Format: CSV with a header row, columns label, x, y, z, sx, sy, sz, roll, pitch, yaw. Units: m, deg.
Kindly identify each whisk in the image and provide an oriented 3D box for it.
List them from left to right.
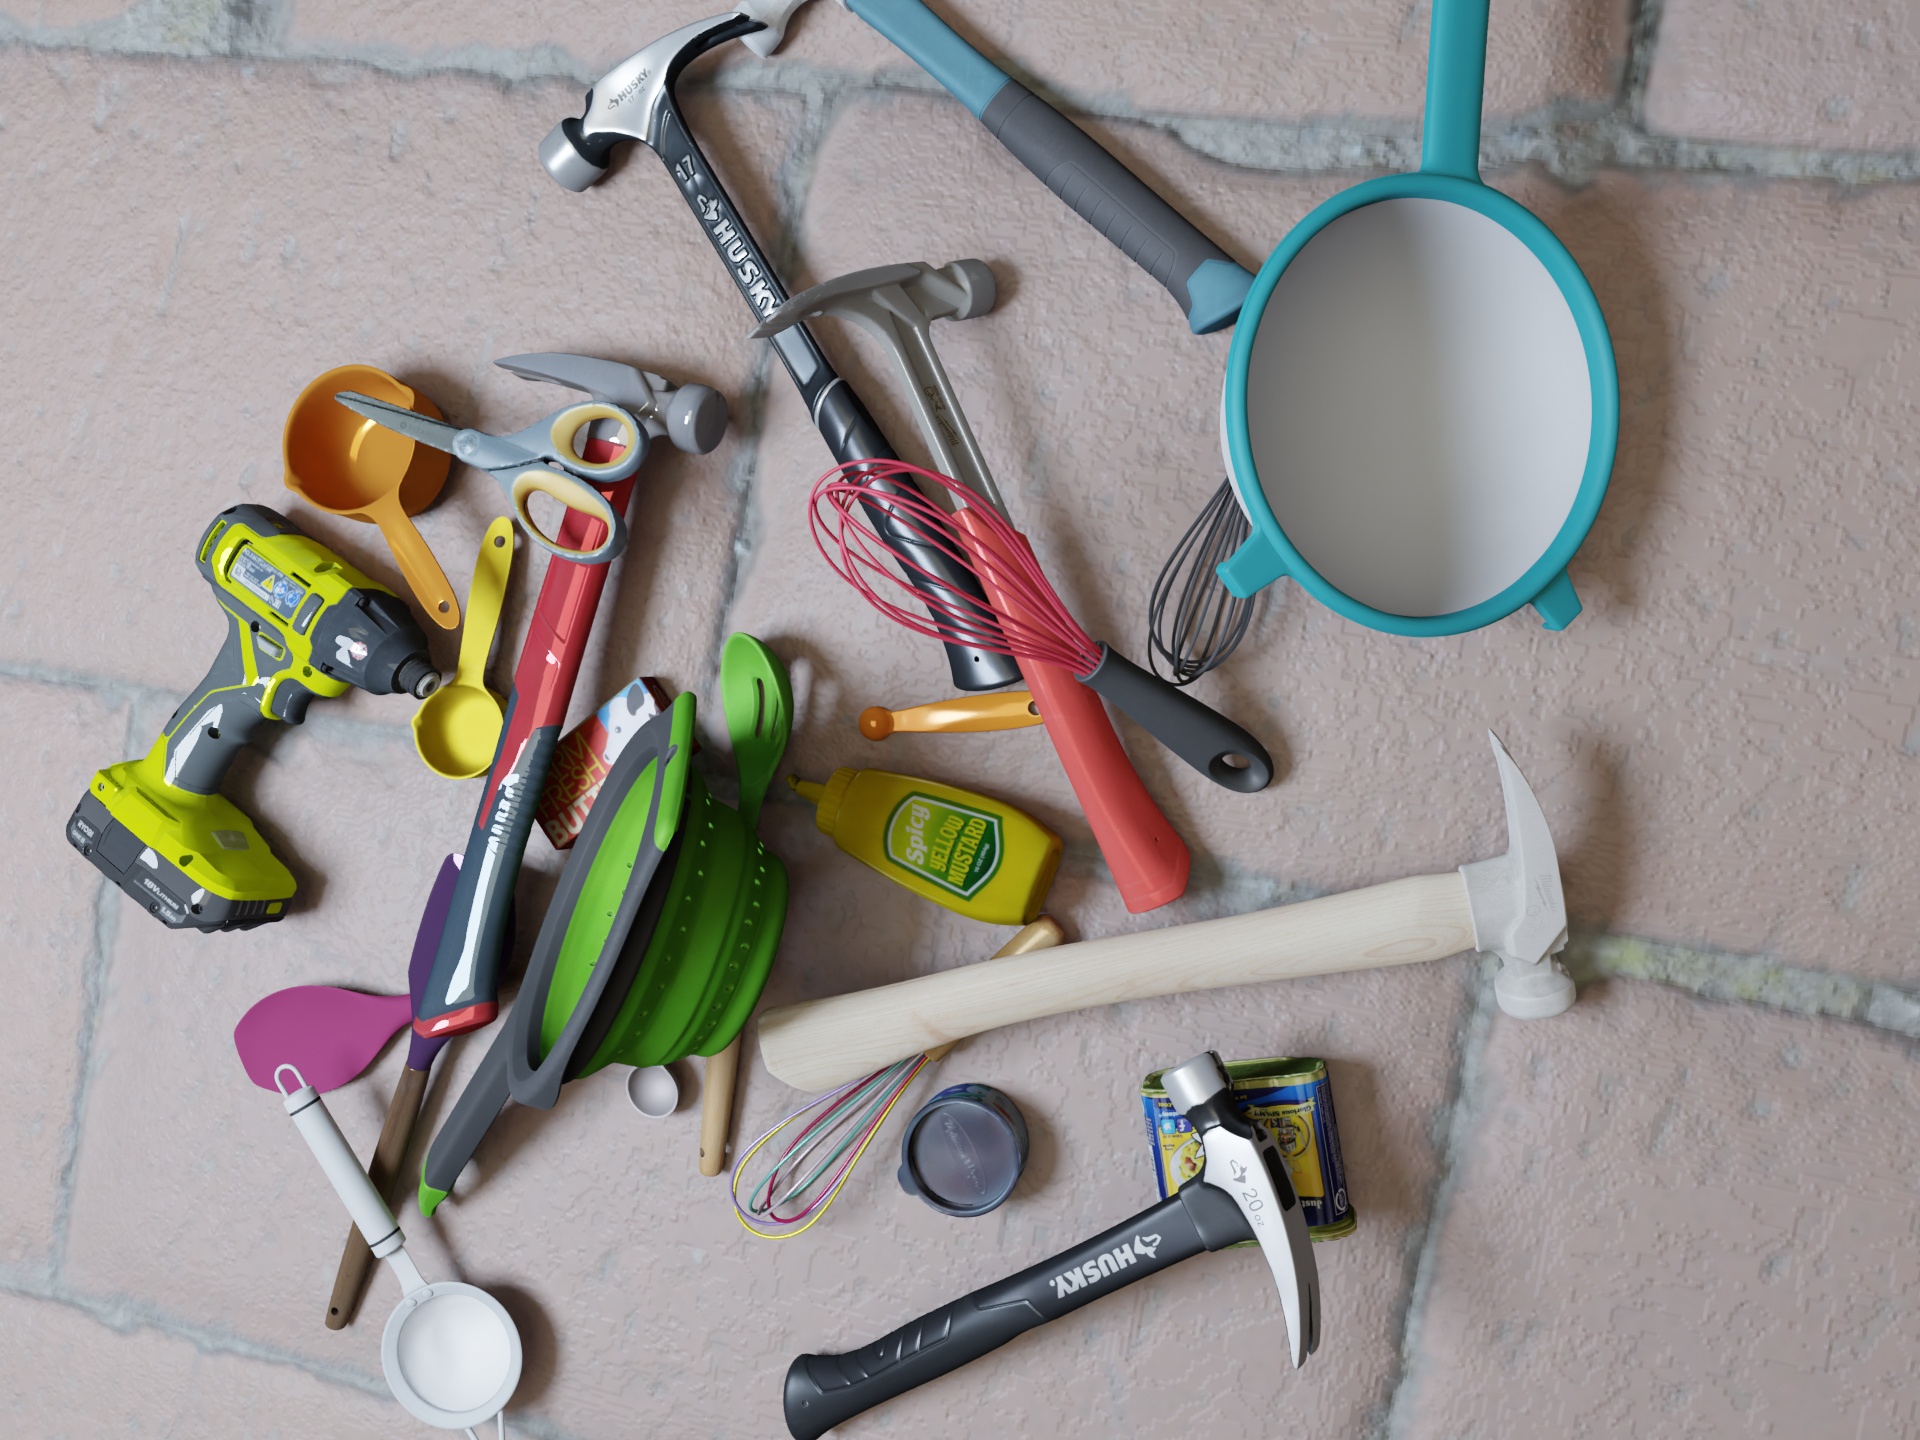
label,x,y,z,sx,sy,sz,roll,pitch,yaw
whisk,-0.033,0.198,0.876,0.245,0.051,0.047,-44,47,6
whisk,0.049,-0.038,0.776,0.295,0.073,0.073,32,100,-26
whisk,0.146,-0.132,0.823,0.055,0.055,0.239,17,91,12

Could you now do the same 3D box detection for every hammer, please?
label,x,y,z,sx,sy,sz,roll,pitch,yaw
hammer,-0.249,-0.014,0.892,0.143,0.038,0.386,16,89,21
hammer,-0.077,-0.193,0.870,0.149,0.036,0.409,-33,86,25
hammer,0.023,-0.065,0.824,0.037,0.149,0.359,-22,93,52
hammer,0.029,-0.322,0.851,0.331,0.033,0.128,44,101,9
hammer,0.033,0.309,0.829,0.334,0.035,0.146,-35,72,25
hammer,0.092,0.116,0.807,0.410,0.038,0.146,-13,108,9

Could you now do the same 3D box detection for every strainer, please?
label,x,y,z,sx,sy,sz,roll,pitch,yaw
strainer,-0.330,0.312,0.934,0.087,0.050,0.258,-29,93,6
strainer,0.208,-0.210,0.767,0.211,0.095,0.340,4,91,-19

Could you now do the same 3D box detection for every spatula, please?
label,x,y,z,sx,sy,sz,roll,pitch,yaw
spatula,-0.327,0.228,0.946,0.060,0.018,0.316,23,102,8

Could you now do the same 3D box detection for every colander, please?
label,x,y,z,sx,sy,sz,roll,pitch,yaw
colander,-0.191,0.163,0.860,0.094,0.205,0.397,23,125,-20

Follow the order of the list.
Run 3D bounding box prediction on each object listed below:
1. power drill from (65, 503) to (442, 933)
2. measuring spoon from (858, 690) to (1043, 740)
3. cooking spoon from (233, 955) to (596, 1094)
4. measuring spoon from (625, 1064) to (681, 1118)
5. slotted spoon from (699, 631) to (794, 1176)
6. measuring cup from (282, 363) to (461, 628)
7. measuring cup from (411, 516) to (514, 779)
label,x,y,z,sx,sy,sz,roll,pitch,yaw
power drill,-0.412,0.007,0.938,0.171,0.080,0.223,33,96,18
measuring spoon,-0.001,-0.003,0.877,0.117,0.011,0.021,-5,90,13
cooking spoon,-0.298,0.162,0.949,0.319,0.017,0.069,-18,95,14
measuring spoon,-0.176,0.167,0.915,0.034,0.018,0.124,1,97,19
slotted spoon,-0.126,0.107,0.900,0.070,0.031,0.313,16,101,52
measuring cup,-0.322,-0.123,0.924,0.095,0.052,0.174,-33,80,9
measuring cup,-0.280,-0.042,0.939,0.062,0.029,0.156,10,87,12
